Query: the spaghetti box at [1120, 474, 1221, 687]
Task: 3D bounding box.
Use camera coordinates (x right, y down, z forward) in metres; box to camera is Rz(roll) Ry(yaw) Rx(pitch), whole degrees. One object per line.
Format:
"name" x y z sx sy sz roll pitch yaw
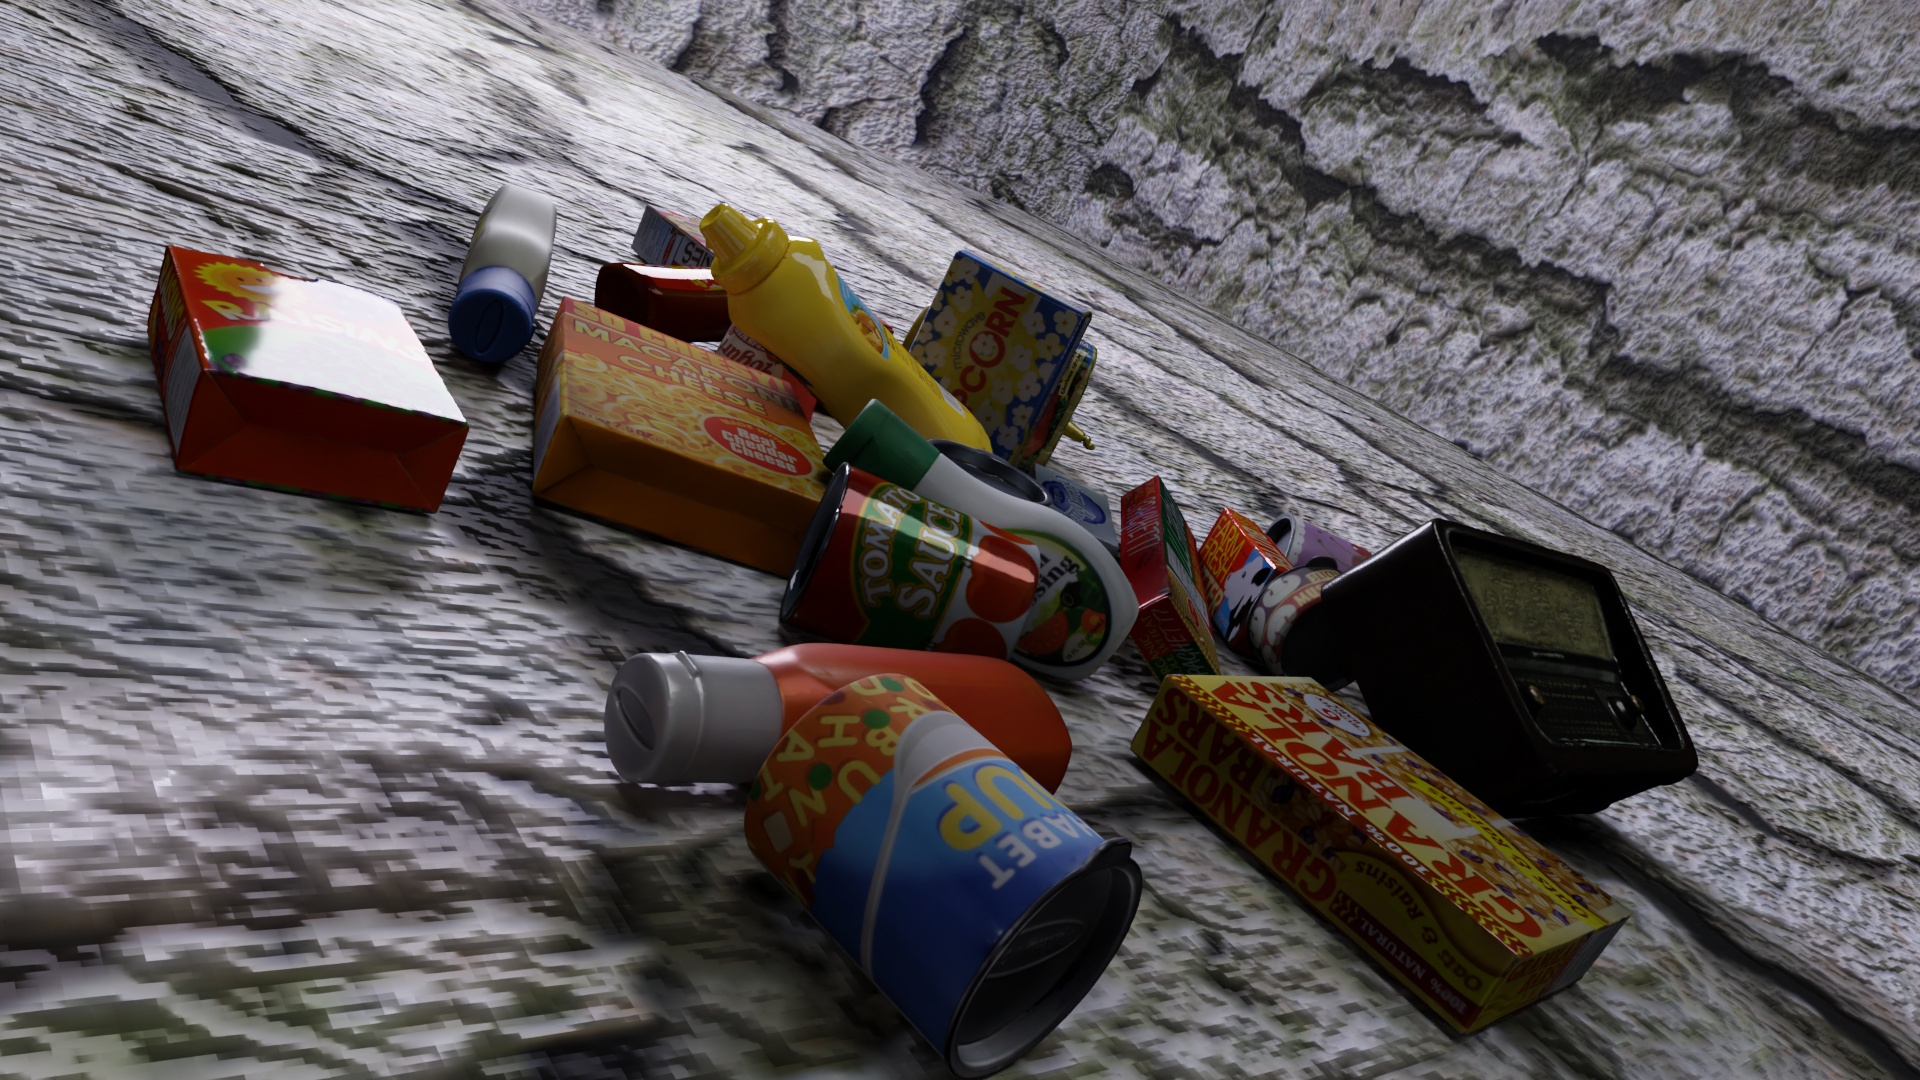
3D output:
"spaghetti box" 0.110 0.017 0.753 0.050 0.028 0.251 58 14 -10

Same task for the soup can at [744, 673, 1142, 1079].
"soup can" -0.004 0.081 0.358 0.084 0.071 0.071 37 20 33

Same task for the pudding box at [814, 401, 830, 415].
"pudding box" -0.074 -0.102 0.879 0.050 0.030 0.084 18 18 -22

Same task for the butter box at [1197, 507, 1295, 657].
"butter box" 0.164 0.023 0.808 0.024 0.053 0.104 24 17 -14

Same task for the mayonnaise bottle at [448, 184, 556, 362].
"mayonnaise bottle" -0.229 -0.131 0.694 0.041 0.064 0.149 20 21 -22

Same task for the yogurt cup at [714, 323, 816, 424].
"yogurt cup" -0.107 -0.100 0.786 0.072 0.053 0.072 24 16 -8

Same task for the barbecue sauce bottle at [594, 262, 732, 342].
"barbecue sauce bottle" -0.140 -0.142 0.833 0.149 0.043 0.065 -9 29 -44

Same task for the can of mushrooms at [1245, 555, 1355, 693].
"can of mushrooms" 0.191 0.046 0.745 0.071 0.070 0.033 18 19 -24

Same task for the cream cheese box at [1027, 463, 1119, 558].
"cream cheese box" 0.062 -0.012 0.817 0.053 0.024 0.104 25 17 -6

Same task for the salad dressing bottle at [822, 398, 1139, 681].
"salad dressing bottle" 0.008 -0.001 0.600 0.147 0.064 0.044 39 15 -5

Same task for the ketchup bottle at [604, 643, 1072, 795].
"ketchup bottle" -0.036 0.057 0.433 0.149 0.043 0.065 10 22 -42

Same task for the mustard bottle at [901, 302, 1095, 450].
"mustard bottle" 0.032 -0.112 1.010 0.160 0.065 0.049 34 14 14

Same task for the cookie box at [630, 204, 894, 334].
"cookie box" -0.144 -0.183 1.004 0.123 0.040 0.168 8 24 -45

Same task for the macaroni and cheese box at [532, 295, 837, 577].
"macaroni and cheese box" -0.127 -0.049 0.625 0.124 0.040 0.167 20 18 -24

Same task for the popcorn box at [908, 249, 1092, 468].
"popcorn box" 0.012 -0.097 0.821 0.085 0.126 0.038 28 13 8

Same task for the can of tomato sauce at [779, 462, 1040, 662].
"can of tomato sauce" -0.019 0.015 0.540 0.083 0.071 0.071 23 17 -12

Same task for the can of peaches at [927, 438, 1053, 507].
"can of peaches" 0.002 -0.008 0.660 0.071 0.058 0.071 23 16 -7

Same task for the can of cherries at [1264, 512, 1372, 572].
"can of cherries" 0.211 0.026 0.848 0.058 0.071 0.072 25 16 -6

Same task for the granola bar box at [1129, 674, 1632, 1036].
"granola bar box" 0.165 0.116 0.555 0.124 0.039 0.166 7 25 -48

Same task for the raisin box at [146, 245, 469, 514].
"raisin box" -0.239 -0.060 0.501 0.086 0.040 0.124 11 22 -39
